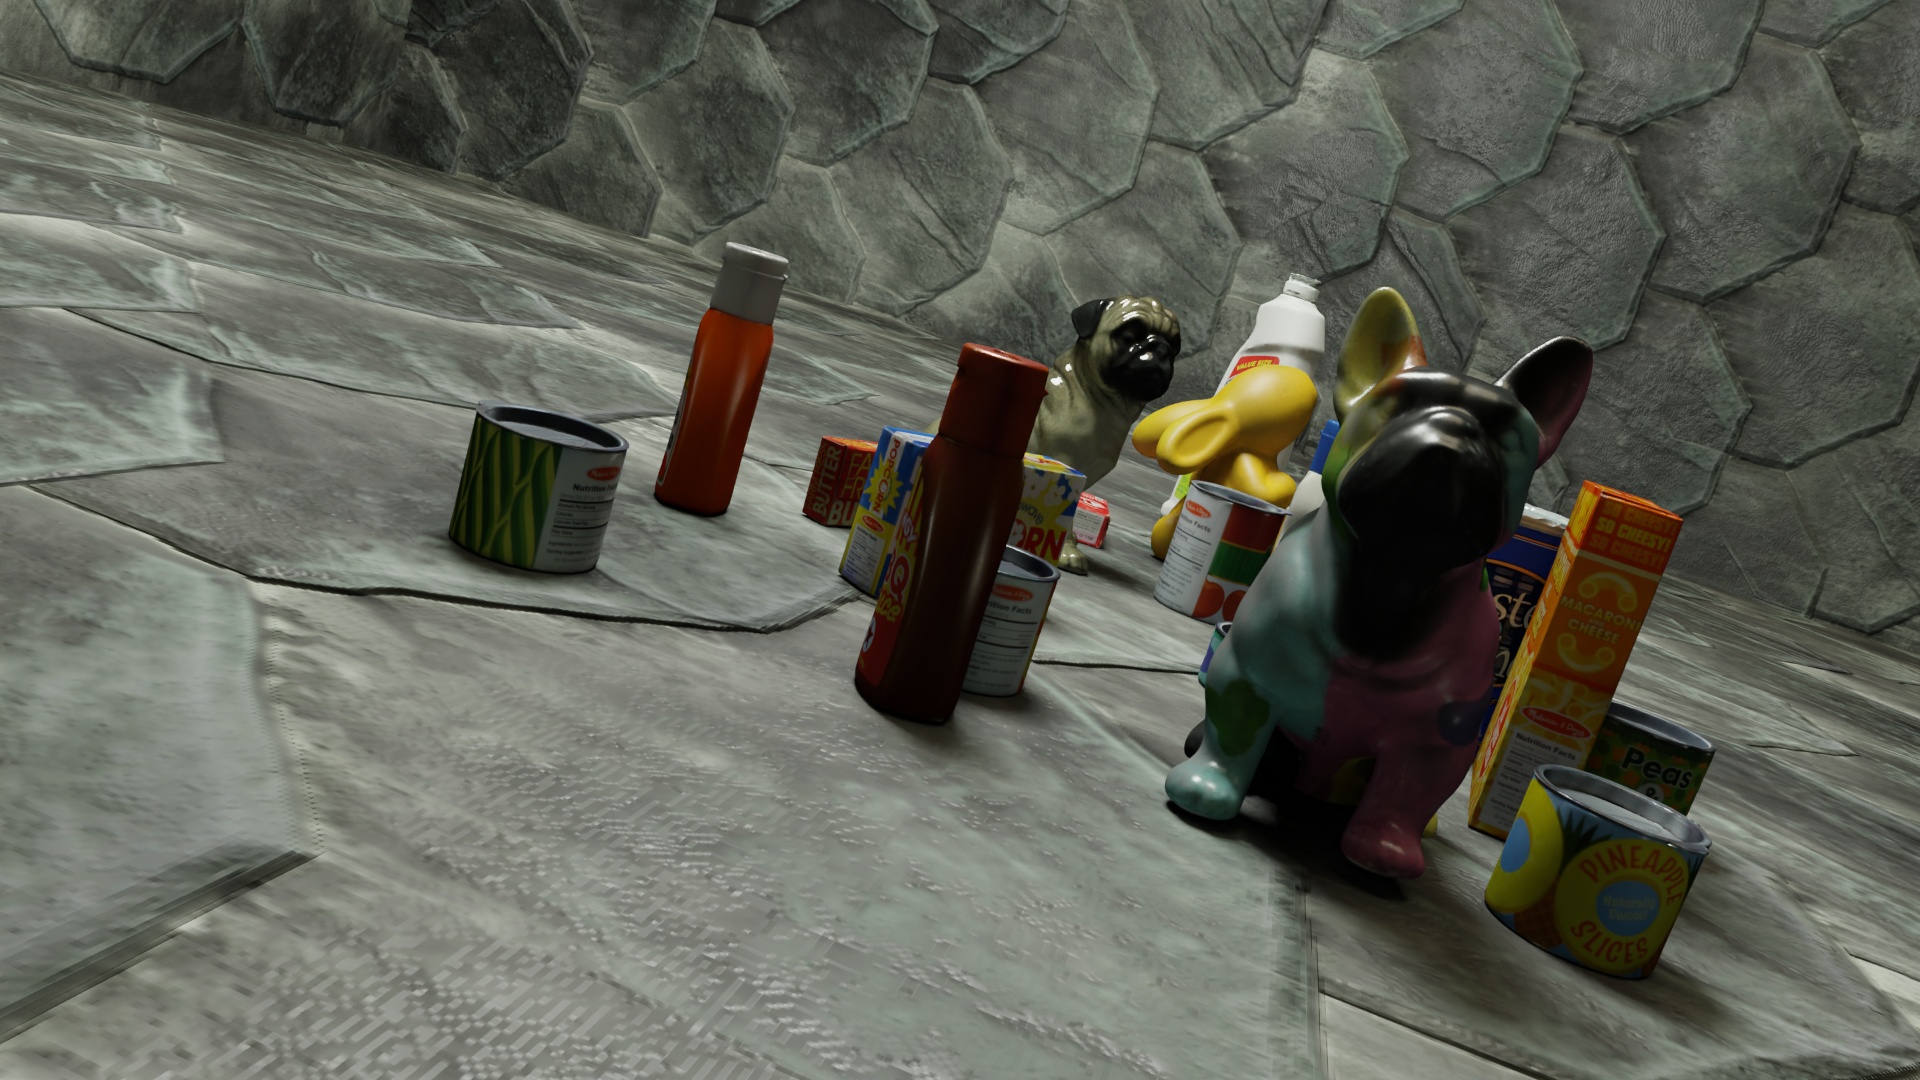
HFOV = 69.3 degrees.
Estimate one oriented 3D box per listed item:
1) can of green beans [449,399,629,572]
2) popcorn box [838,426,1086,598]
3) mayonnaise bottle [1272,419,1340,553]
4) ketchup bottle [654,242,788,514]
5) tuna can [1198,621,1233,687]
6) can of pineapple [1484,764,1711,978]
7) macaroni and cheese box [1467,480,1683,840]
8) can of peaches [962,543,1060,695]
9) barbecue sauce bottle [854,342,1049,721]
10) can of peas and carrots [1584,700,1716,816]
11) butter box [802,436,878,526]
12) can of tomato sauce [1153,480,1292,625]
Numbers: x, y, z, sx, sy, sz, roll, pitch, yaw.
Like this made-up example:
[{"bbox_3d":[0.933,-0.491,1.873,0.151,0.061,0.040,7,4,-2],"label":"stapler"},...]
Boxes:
[{"bbox_3d":[-0.186,-0.024,0.613,0.071,0.057,0.071,17,11,-3],"label":"can of green beans"},{"bbox_3d":[0.003,-0.010,0.760,0.127,0.085,0.038,8,15,-41],"label":"popcorn box"},{"bbox_3d":[0.248,-0.009,0.964,0.041,0.147,0.065,23,12,29],"label":"mayonnaise bottle"},{"bbox_3d":[-0.134,-0.092,0.788,0.043,0.148,0.065,16,11,-8],"label":"ketchup bottle"},{"bbox_3d":[0.165,0.071,0.750,0.071,0.032,0.071,17,11,-3],"label":"tuna can"},{"bbox_3d":[0.246,0.128,0.538,0.071,0.057,0.071,17,11,-3],"label":"can of pineapple"},{"bbox_3d":[0.298,0.057,0.680,0.040,0.166,0.124,21,11,18],"label":"macaroni and cheese box"},{"bbox_3d":[0.005,0.031,0.637,0.071,0.058,0.071,17,11,-3],"label":"can of peaches"},{"bbox_3d":[-0.002,-0.005,0.567,0.044,0.148,0.065,15,11,-13],"label":"barbecue sauce bottle"},{"bbox_3d":[0.348,0.121,0.722,0.071,0.058,0.071,17,11,-3],"label":"can of peas and carrots"},{"bbox_3d":[-0.051,-0.035,0.882,0.024,0.053,0.103,26,14,39],"label":"butter box"},{"bbox_3d":[0.175,0.010,0.934,0.071,0.083,0.071,17,11,-3],"label":"can of tomato sauce"}]
